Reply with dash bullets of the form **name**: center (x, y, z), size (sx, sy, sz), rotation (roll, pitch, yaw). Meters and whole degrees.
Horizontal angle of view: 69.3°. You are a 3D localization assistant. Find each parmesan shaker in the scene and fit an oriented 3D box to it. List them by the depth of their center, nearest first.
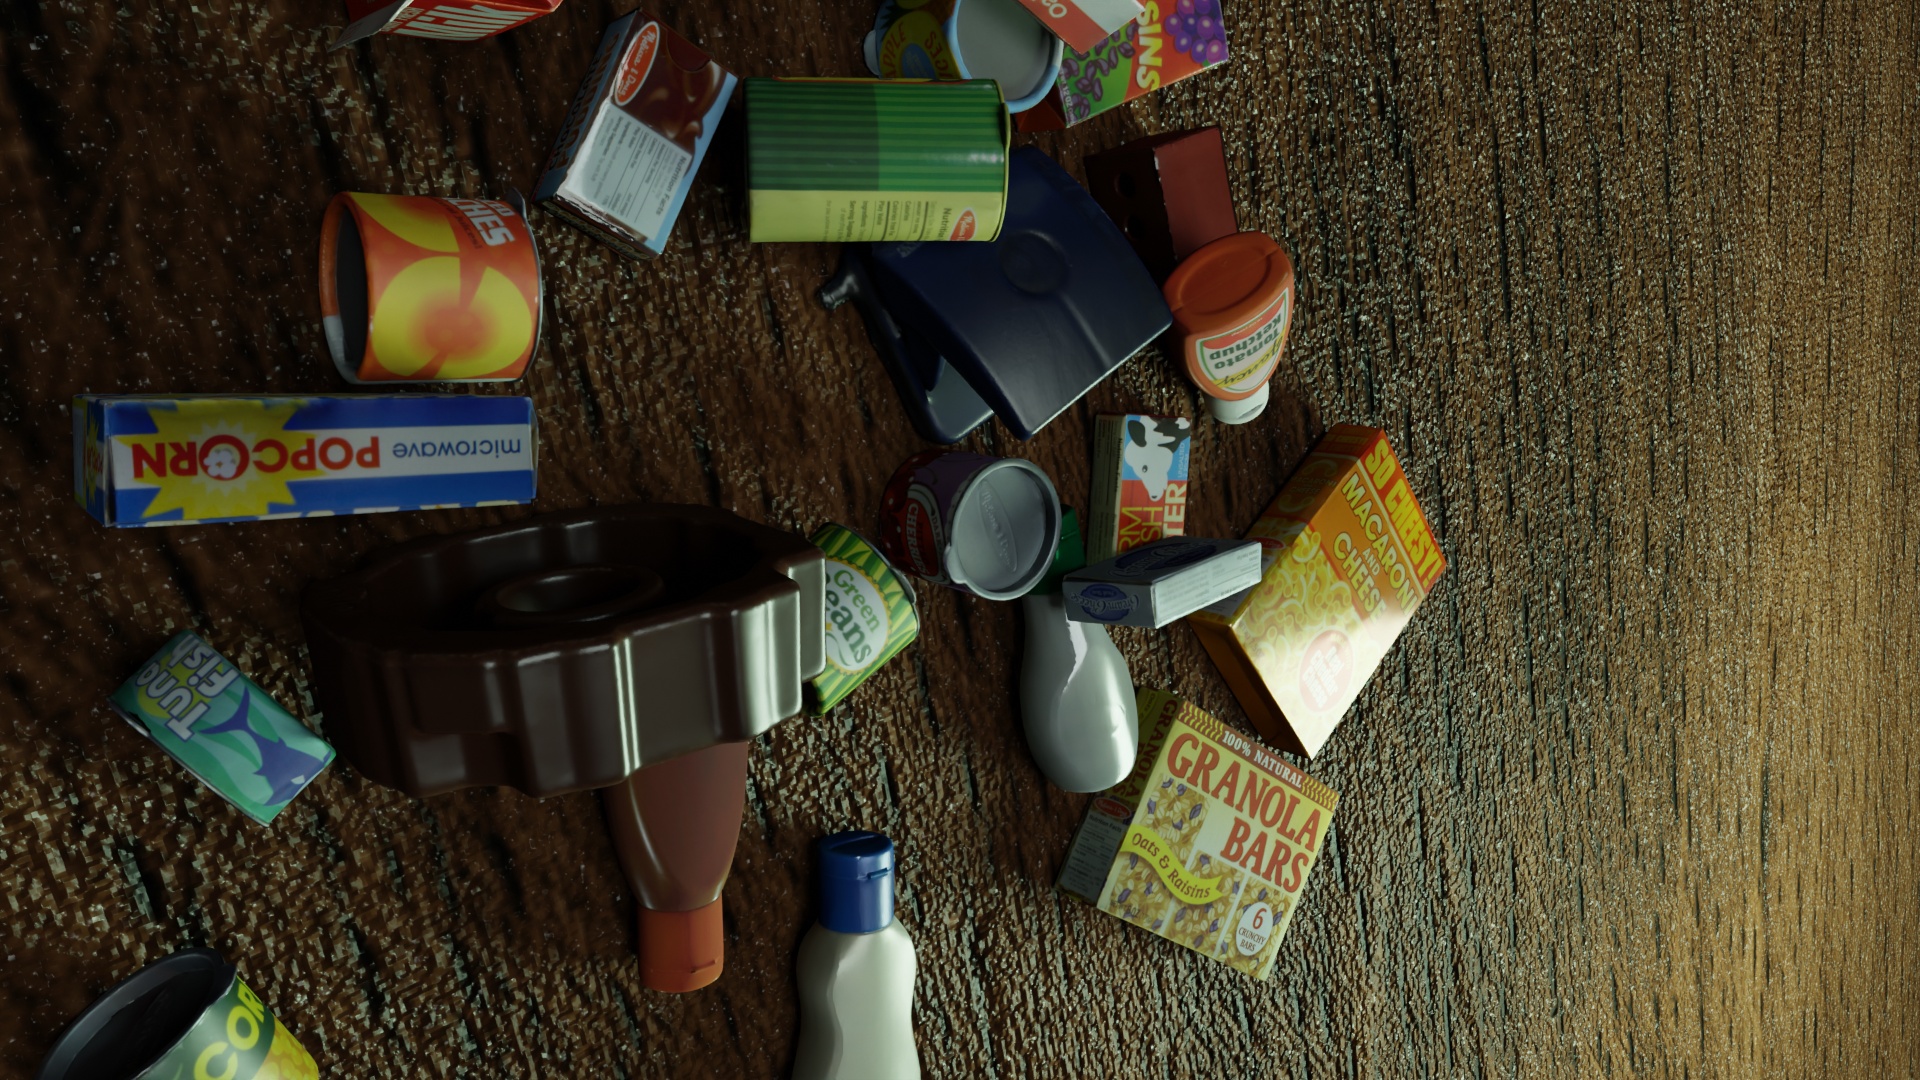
- **parmesan shaker**: center (-0.037, -0.157, 0.569), size (0.103, 0.071, 0.071), rotation (-2, 100, -10)

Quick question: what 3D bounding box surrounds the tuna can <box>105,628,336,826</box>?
- **tuna can**: center (-0.247, 0.061, 0.463), size (0.033, 0.071, 0.071), rotation (-51, 124, -22)

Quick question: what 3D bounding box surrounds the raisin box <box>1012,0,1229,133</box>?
- **raisin box**: center (0.073, -0.261, 0.684), size (0.124, 0.040, 0.085), rotation (-31, 114, -32)

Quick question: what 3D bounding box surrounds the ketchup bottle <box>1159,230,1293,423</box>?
- **ketchup bottle**: center (0.139, -0.102, 0.715), size (0.065, 0.043, 0.148), rotation (-30, 160, 4)

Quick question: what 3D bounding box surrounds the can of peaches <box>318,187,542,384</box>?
- **can of peaches**: center (-0.187, -0.090, 0.487), size (0.058, 0.071, 0.071), rotation (-7, 102, -37)

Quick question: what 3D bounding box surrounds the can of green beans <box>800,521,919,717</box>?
- **can of green beans**: center (-0.061, 0.035, 0.607), size (0.058, 0.071, 0.071), rotation (-39, 119, -26)

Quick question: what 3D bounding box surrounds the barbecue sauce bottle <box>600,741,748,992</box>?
- **barbecue sauce bottle**: center (-0.120, 0.115, 0.588), size (0.065, 0.043, 0.148), rotation (-9, 104, -43)

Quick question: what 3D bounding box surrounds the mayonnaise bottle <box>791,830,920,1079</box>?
- **mayonnaise bottle**: center (-0.050, 0.215, 0.662), size (0.065, 0.041, 0.147), rotation (-5, 99, -39)

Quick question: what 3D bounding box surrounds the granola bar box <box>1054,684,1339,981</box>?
- **granola bar box**: center (0.141, 0.172, 0.807), size (0.165, 0.039, 0.124), rotation (33, 78, -37)

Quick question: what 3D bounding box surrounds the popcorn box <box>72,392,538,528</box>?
- **popcorn box**: center (-0.217, -0.030, 0.461), size (0.127, 0.085, 0.038), rotation (-5, 100, -37)

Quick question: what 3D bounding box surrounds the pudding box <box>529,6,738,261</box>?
- **pudding box**: center (-0.127, -0.158, 0.547), size (0.049, 0.030, 0.084), rotation (27, 80, -37)

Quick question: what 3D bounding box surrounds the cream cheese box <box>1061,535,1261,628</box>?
- **cream cheese box**: center (0.103, 0.019, 0.697), size (0.104, 0.053, 0.024), rotation (-17, 105, -47)

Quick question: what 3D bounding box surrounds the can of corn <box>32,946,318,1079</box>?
- **can of corn**: center (-0.261, 0.182, 0.471), size (0.071, 0.071, 0.058), rotation (-40, 120, -27)

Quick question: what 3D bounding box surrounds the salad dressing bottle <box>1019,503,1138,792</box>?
- **salad dressing bottle**: center (0.055, 0.055, 0.718), size (0.064, 0.044, 0.147), rotation (-23, 109, -35)

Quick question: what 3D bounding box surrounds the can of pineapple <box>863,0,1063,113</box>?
- **can of pineapple**: center (0.002, -0.222, 0.622), size (0.071, 0.058, 0.071), rotation (-8, 102, -37)

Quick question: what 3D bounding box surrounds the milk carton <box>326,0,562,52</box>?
- **milk carton**: center (-0.153, -0.245, 0.487), size (0.073, 0.072, 0.191), rotation (42, 70, -35)

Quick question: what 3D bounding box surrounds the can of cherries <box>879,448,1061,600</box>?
- **can of cherries**: center (0.002, -0.008, 0.656), size (0.072, 0.058, 0.071), rotation (-8, 104, -38)

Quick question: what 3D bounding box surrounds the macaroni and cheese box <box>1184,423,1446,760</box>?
- **macaroni and cheese box**: center (0.220, 0.029, 0.846), size (0.167, 0.040, 0.123), rotation (-49, 123, -21)

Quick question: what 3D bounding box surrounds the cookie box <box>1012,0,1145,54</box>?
- **cookie box**: center (0.025, -0.308, 0.593), size (0.123, 0.040, 0.168), rotation (27, 54, -37)

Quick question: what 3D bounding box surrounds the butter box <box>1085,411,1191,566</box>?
- **butter box**: center (0.095, -0.017, 0.750), size (0.053, 0.024, 0.103), rotation (-1, 98, -38)
